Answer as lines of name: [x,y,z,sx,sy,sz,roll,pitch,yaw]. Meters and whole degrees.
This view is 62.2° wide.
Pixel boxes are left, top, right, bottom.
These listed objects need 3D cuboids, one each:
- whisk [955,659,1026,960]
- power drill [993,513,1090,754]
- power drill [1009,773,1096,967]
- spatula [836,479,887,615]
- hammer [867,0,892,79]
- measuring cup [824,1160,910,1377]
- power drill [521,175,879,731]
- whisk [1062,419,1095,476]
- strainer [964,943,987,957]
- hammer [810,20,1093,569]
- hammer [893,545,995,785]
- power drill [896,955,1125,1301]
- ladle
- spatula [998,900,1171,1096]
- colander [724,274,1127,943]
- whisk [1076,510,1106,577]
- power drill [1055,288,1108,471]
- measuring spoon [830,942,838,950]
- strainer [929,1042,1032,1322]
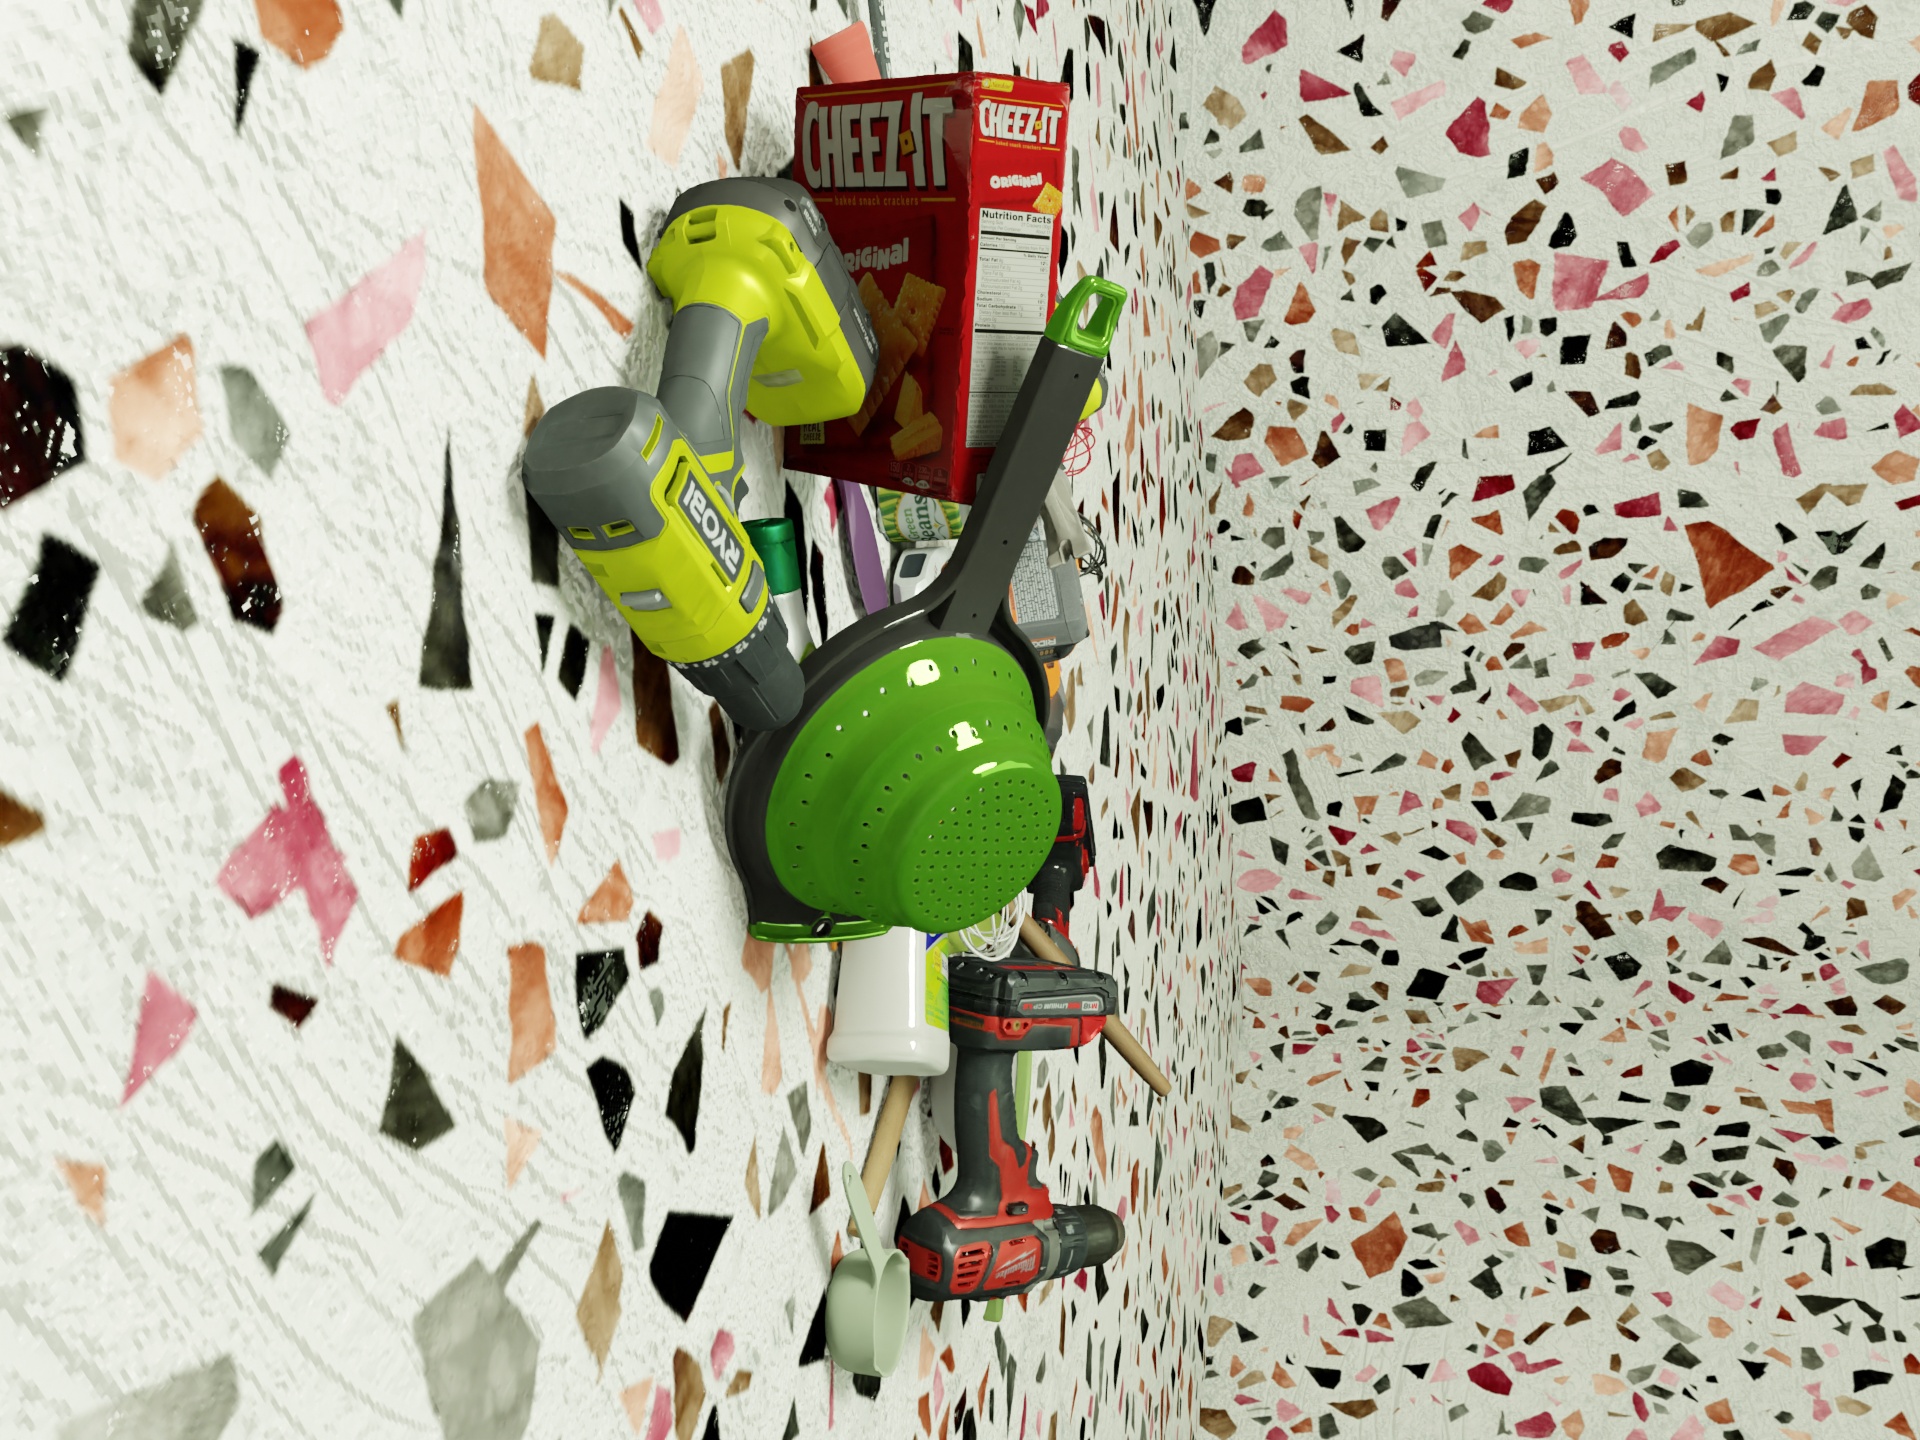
whisk: [0.013,0.045,1.107,0.059,0.058,0.246,13,64,-40]
power drill: [0.053,-0.061,1.262,0.226,0.084,0.164,86,-4,-70]
power drill: [0.075,0.157,1.373,0.143,0.078,0.220,78,12,-45]
spatula: [-0.080,-0.182,0.991,0.060,0.018,0.315,-81,163,-47]
hammer: [-0.044,-0.379,1.102,0.149,0.036,0.408,-62,148,-63]
measuring cup: [-0.067,0.333,0.980,0.083,0.038,0.167,-67,150,-56]
power drill: [-0.107,-0.125,0.755,0.190,0.080,0.229,60,33,-47]
whisk: [0.062,-0.231,1.454,0.296,0.073,0.073,-49,137,-58]
strainer: [0.015,0.196,1.288,0.087,0.050,0.258,-33,119,-55]
hammer: [-0.001,-0.272,1.040,0.149,0.036,0.358,-94,159,-65]
hammer: [-0.002,-0.004,1.234,0.330,0.033,0.128,73,20,-49]
power drill: [0.050,0.282,1.099,0.187,0.080,0.227,9,86,-40]
ladle: [-0.018,0.224,1.133,0.320,0.062,0.078,-71,158,-45]
spatula: [0.057,0.146,1.165,0.317,0.044,0.082,50,0,0]
colander: [0.016,-0.026,0.818,0.204,0.095,0.397,4,117,-43]
whisk: [0.046,-0.189,1.280,0.238,0.055,0.055,42,44,-38]
power drill: [0.049,-0.280,1.277,0.171,0.080,0.223,59,21,-8]
measuring spoon: [-0.079,0.086,1.004,0.021,0.011,0.117,30,64,-83]
strainer: [0.010,0.326,1.211,0.151,0.069,0.256,5,89,-80]
